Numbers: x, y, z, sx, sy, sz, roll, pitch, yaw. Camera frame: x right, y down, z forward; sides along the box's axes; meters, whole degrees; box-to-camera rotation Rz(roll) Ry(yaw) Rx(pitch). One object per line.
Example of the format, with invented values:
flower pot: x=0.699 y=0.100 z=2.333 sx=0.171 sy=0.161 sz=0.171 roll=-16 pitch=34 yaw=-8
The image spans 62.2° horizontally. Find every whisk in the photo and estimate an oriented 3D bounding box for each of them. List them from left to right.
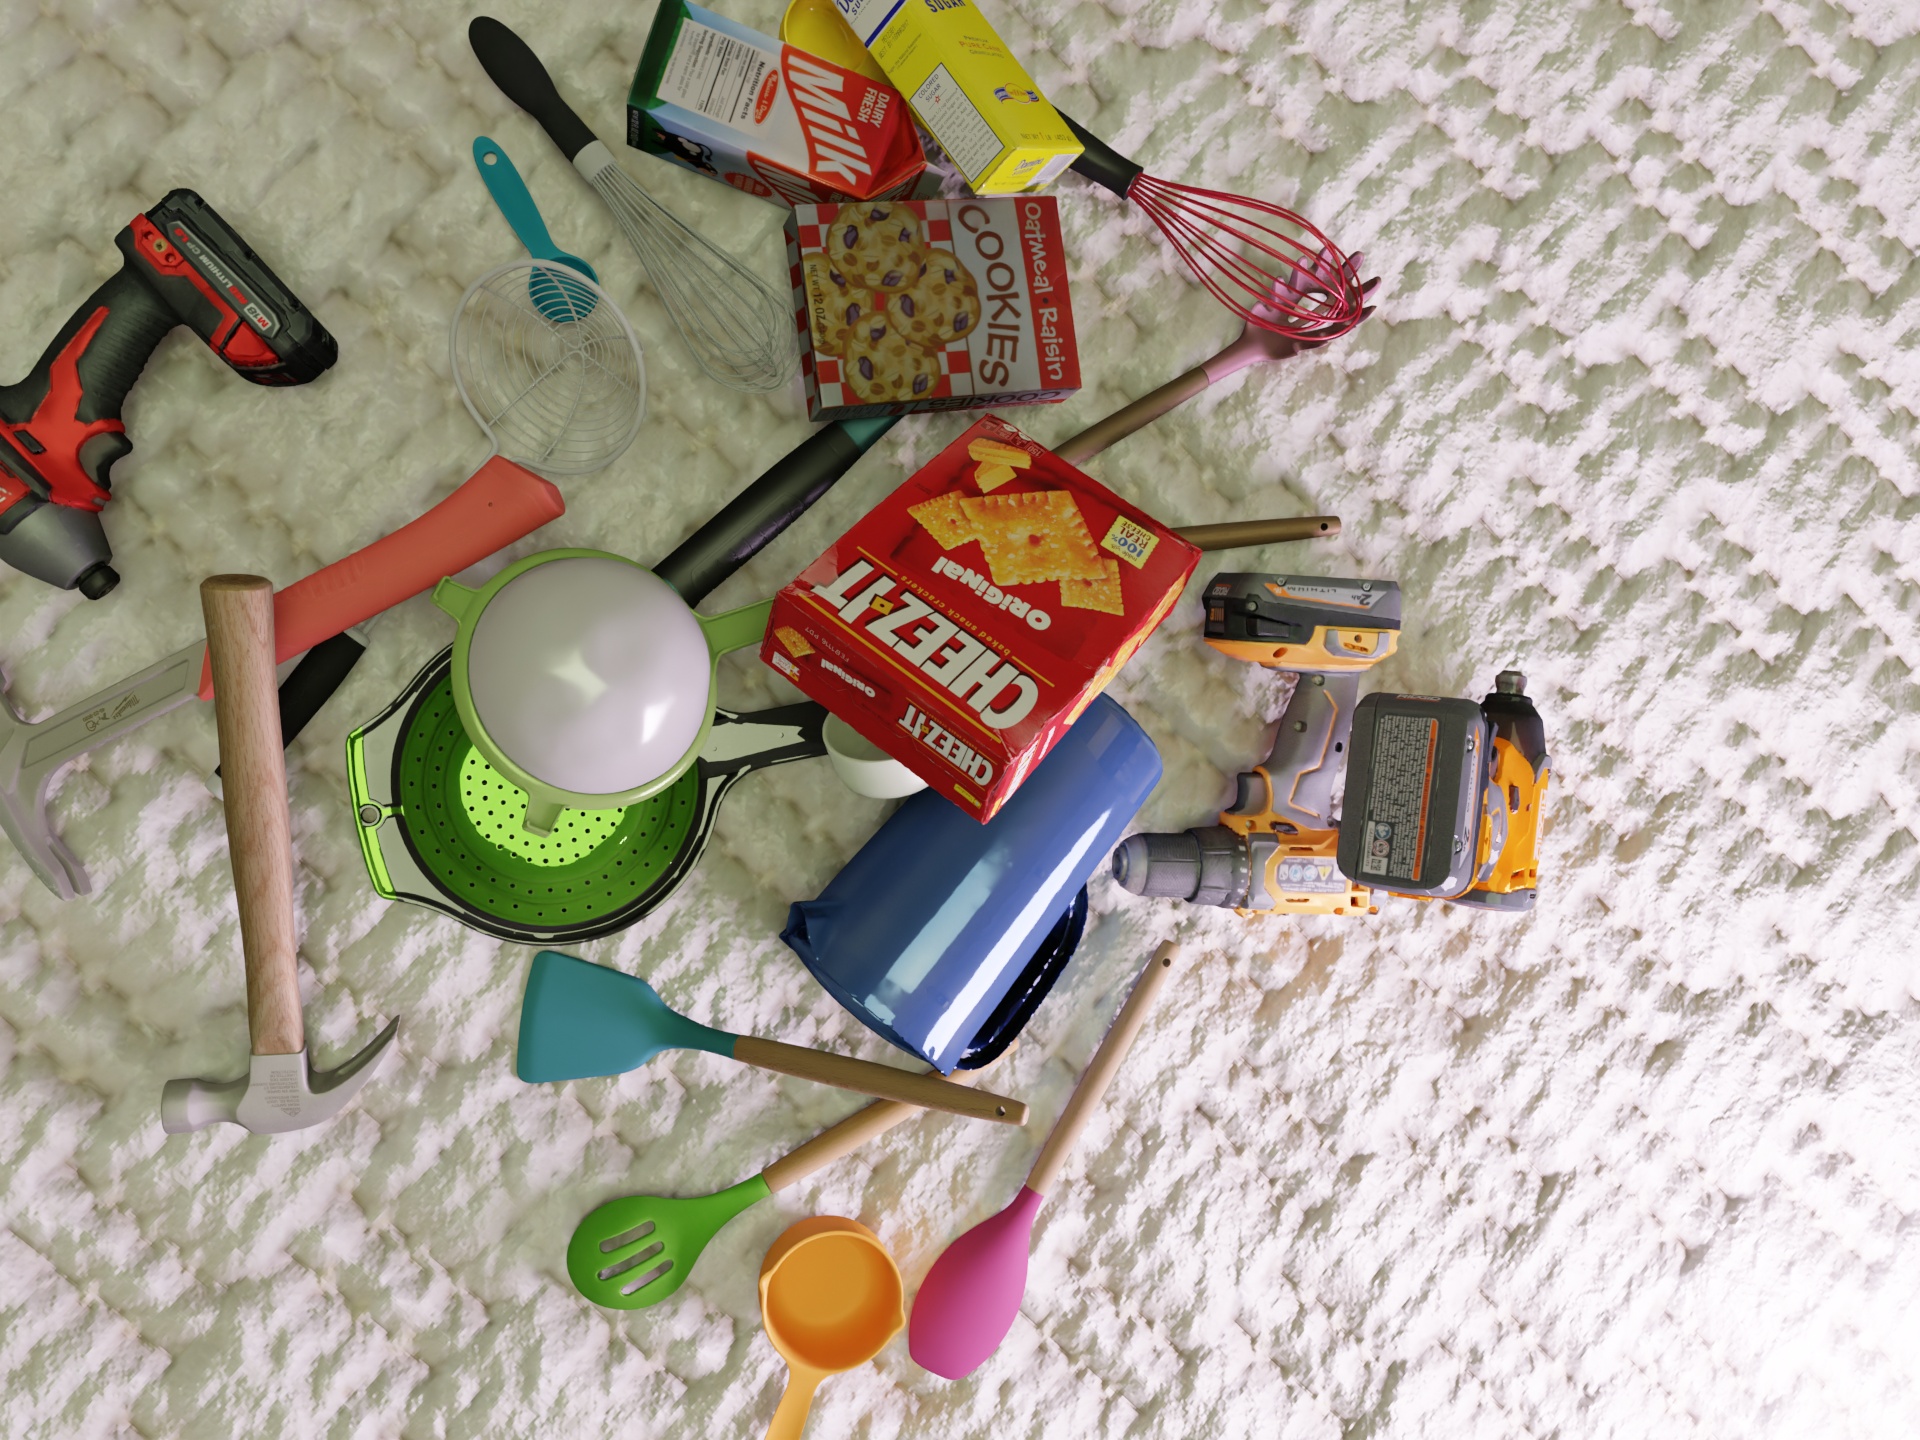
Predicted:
whisk: x=-0.201 y=-0.312 z=0.963 sx=0.070 sy=0.070 sz=0.284 roll=-42 pitch=94 yaw=-9
whisk: x=0.127 y=-0.333 z=1.017 sx=0.296 sy=0.073 sz=0.073 roll=33 pitch=83 yaw=4

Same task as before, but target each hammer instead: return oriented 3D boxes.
hammer: x=-0.387 y=0.082 z=0.886 sx=0.130 sy=0.031 sz=0.331 roll=-1 pitch=109 yaw=-14
hammer: x=-0.383 y=-0.040 z=0.890 sx=0.359 sy=0.037 sz=0.149 roll=-26 pitch=95 yaw=2
hammer: x=-0.080 y=-0.165 z=0.988 sx=0.331 sy=0.033 sz=0.128 roll=-43 pitch=98 yaw=-15

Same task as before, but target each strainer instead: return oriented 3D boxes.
strainer: x=-0.152 y=-0.047 z=0.892 sx=0.256 sy=0.069 sz=0.151 roll=-21 pitch=88 yaw=-30

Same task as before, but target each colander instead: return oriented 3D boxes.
colander: x=-0.163 y=0.021 z=0.951 sx=0.397 sy=0.094 sz=0.204 roll=-11 pitch=93 yaw=-12

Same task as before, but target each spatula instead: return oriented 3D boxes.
spatula: x=-0.114 y=0.203 z=0.946 sx=0.317 sy=0.044 sz=0.082 roll=8 pitch=89 yaw=18
spatula: x=0.104 y=-0.112 z=1.049 sx=0.316 sy=0.018 sz=0.059 roll=-8 pitch=102 yaw=-12

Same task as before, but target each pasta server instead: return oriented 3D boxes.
pasta server: x=0.139 y=-0.217 z=1.047 sx=0.316 sy=0.040 sz=0.060 roll=-31 pitch=82 yaw=-9

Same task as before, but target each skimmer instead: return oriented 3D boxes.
skimmer: x=-0.320 y=-0.102 z=0.918 sx=0.127 sy=0.090 sz=0.363 roll=38 pitch=83 yaw=-4

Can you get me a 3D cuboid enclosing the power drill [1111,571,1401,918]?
power drill: x=0.195 y=0.017 z=1.041 sx=0.185 sy=0.084 sz=0.226 roll=2 pitch=95 yaw=-12

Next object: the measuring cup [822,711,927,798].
measuring cup: x=-0.002 y=-0.003 z=0.954 sx=0.167 sy=0.083 sz=0.038 roll=-23 pitch=129 yaw=-18

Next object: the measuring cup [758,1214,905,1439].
measuring cup: x=-0.098 y=0.394 z=0.991 sx=0.095 sy=0.052 sz=0.173 roll=21 pitch=88 yaw=-12

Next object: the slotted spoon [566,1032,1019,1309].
slotted spoon: x=-0.100 y=0.276 z=1.003 sx=0.314 sy=0.031 sz=0.070 roll=-27 pitch=93 yaw=-12

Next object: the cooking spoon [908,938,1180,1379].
cooking spoon: x=0.061 y=0.284 z=1.042 sx=0.068 sy=0.017 sz=0.319 roll=31 pitch=84 yaw=-12

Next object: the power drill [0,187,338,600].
power drill: x=-0.470 y=-0.179 z=0.895 sx=0.219 sy=0.078 sz=0.143 roll=-42 pitch=99 yaw=-6

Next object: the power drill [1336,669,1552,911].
power drill: x=0.321 y=0.039 z=1.018 sx=0.226 sy=0.084 sz=0.164 roll=11 pitch=86 yaw=-55

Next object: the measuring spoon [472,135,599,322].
measuring spoon: x=-0.262 y=-0.298 z=0.972 sx=0.042 sy=0.021 sz=0.128 roll=-29 pitch=87 yaw=-10

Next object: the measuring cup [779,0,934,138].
measuring cup: x=-0.048 y=-0.403 z=1.016 sx=0.156 sy=0.029 sz=0.062 roll=32 pitch=84 yaw=-23
